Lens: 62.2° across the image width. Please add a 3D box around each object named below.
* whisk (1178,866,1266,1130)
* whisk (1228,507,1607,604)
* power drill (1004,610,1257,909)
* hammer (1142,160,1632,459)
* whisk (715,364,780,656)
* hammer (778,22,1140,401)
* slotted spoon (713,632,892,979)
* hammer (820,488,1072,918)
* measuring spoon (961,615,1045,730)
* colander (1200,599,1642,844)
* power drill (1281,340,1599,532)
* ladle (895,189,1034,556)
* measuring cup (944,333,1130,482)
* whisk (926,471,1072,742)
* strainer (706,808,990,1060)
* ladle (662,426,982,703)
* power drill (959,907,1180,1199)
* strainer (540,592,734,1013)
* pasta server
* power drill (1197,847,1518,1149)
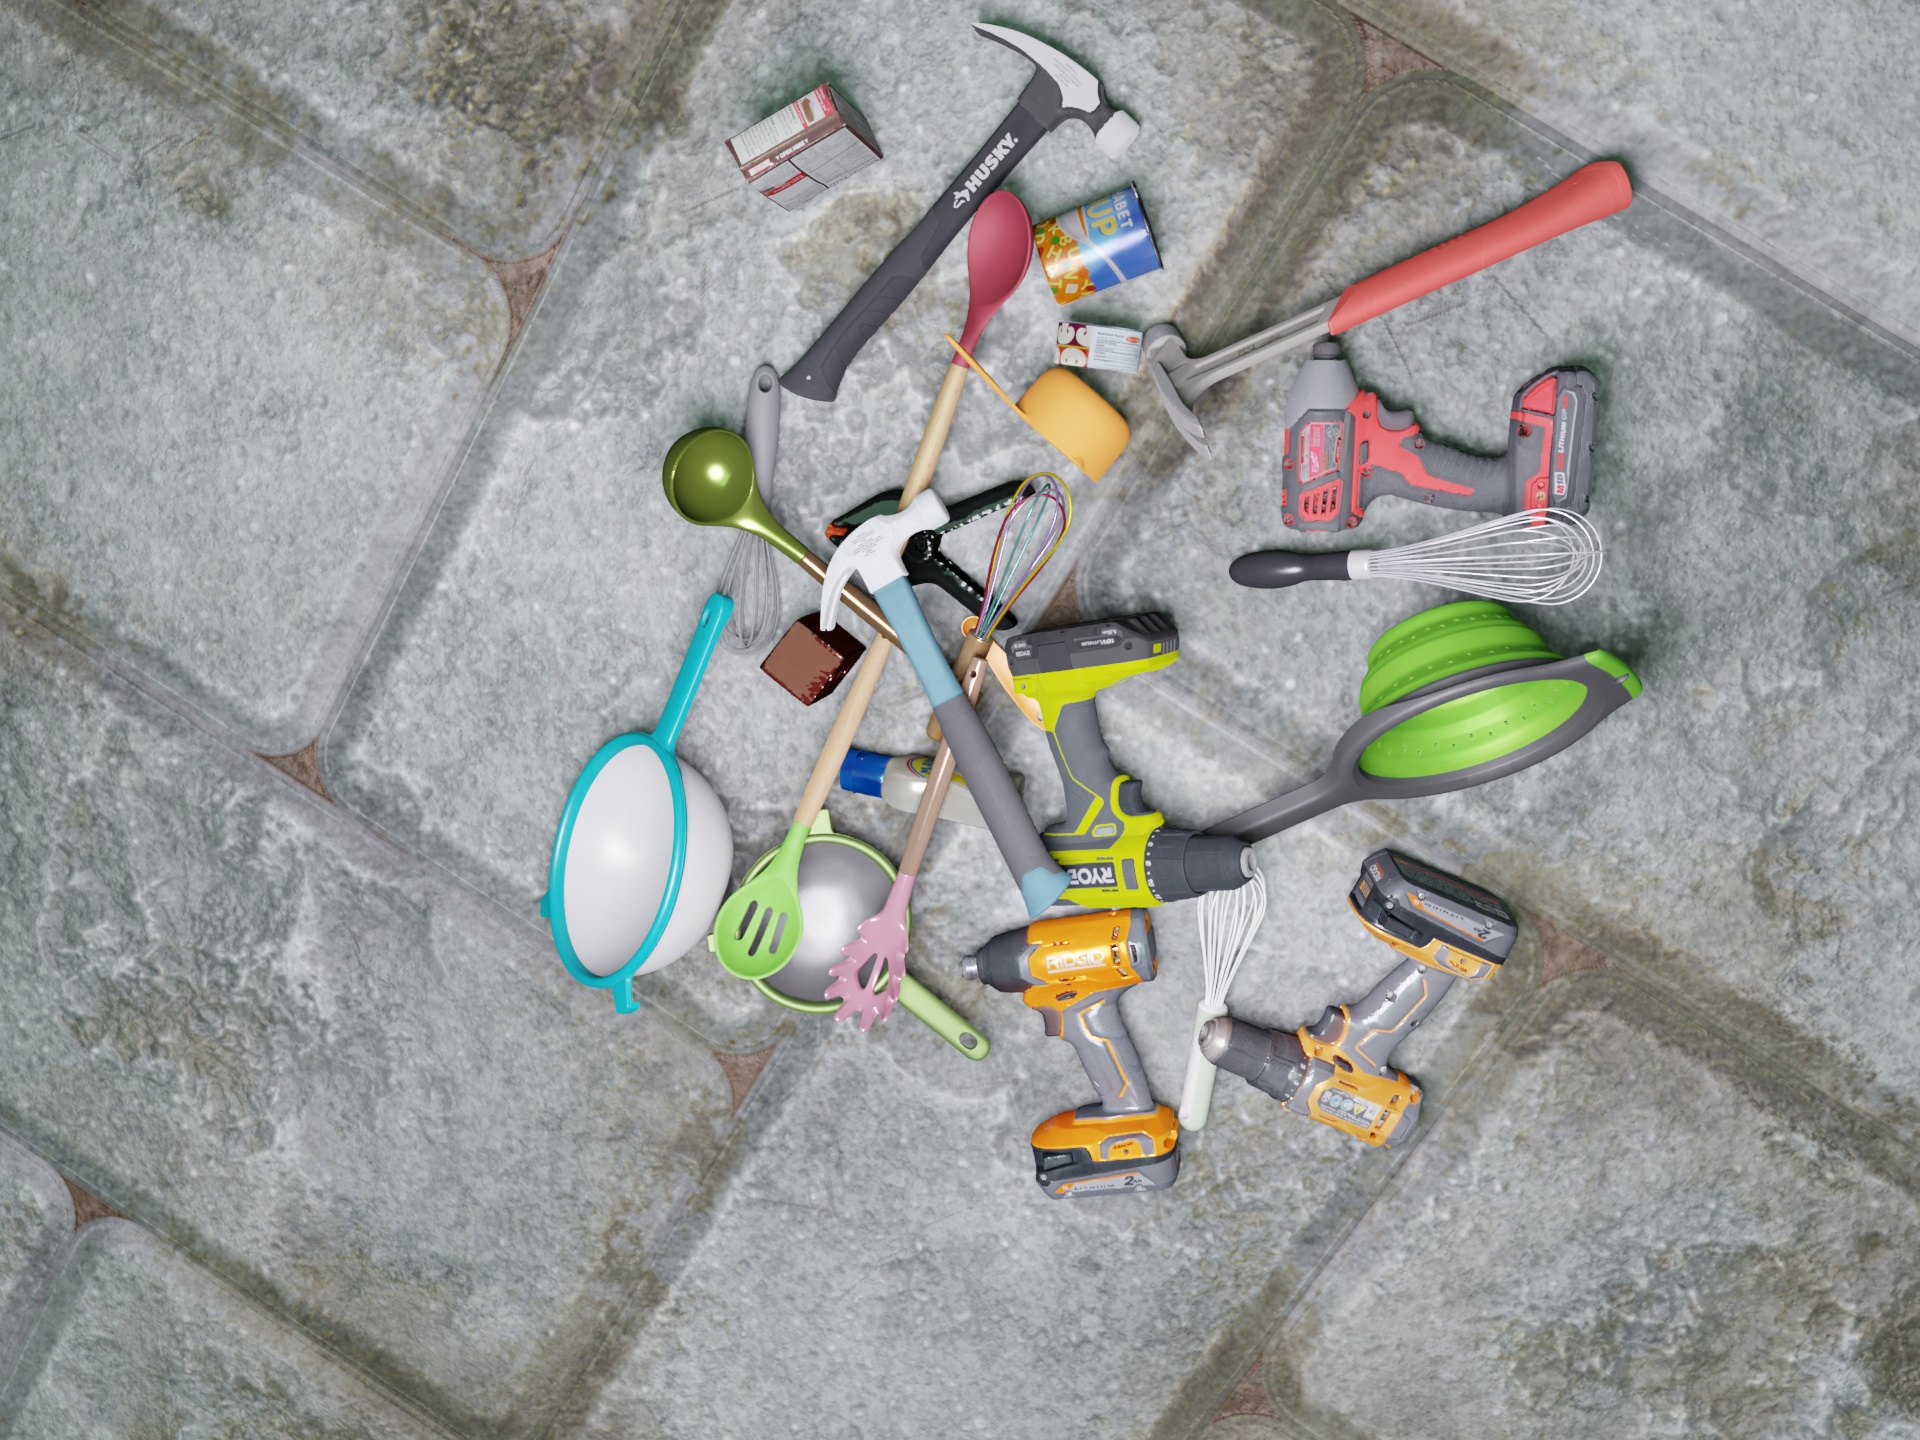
[{"bbox_3d":[0.209,0.229,1.312,0.059,0.058,0.246,1,107,-22],"label":"whisk"},{"bbox_3d":[0.328,-0.117,1.175,0.285,0.070,0.070,0,102,36],"label":"whisk"},{"bbox_3d":[0.128,0.035,1.241,0.190,0.080,0.228,-6,96,36],"label":"power drill"},{"bbox_3d":[0.314,-0.309,1.158,0.359,0.149,0.036,-23,132,8],"label":"hammer"},{"bbox_3d":[-0.171,-0.171,1.305,0.055,0.055,0.239,7,97,9],"label":"whisk"},{"bbox_3d":[-0.026,-0.382,1.242,0.146,0.035,0.334,44,105,-1],"label":"hammer"},{"bbox_3d":[-0.116,0.062,1.294,0.070,0.031,0.314,22,82,5],"label":"slotted spoon"},{"bbox_3d":[-0.002,-0.004,1.227,0.128,0.033,0.331,-27,87,12],"label":"hammer"},{"bbox_3d":[0.040,-0.038,1.310,0.021,0.011,0.117,-38,96,1],"label":"measuring spoon"},{"bbox_3d":[0.306,0.008,1.225,0.397,0.204,0.095,-28,60,29],"label":"colander"},{"bbox_3d":[0.352,-0.211,1.188,0.220,0.078,0.143,2,101,13],"label":"power drill"},{"bbox_3d":[-0.009,-0.249,1.229,0.069,0.031,0.315,35,111,40],"label":"ladle"},{"bbox_3d":[0.061,-0.252,1.199,0.052,0.095,0.173,-47,124,8],"label":"measuring cup"},{"bbox_3d":[0.027,-0.083,1.251,0.047,0.051,0.245,23,116,-3],"label":"whisk"},{"bbox_3d":[-0.079,0.200,1.350,0.256,0.069,0.151,40,85,-10],"label":"strainer"},{"bbox_3d":[-0.103,-0.115,1.270,0.320,0.062,0.078,39,83,-12],"label":"ladle"},{"bbox_3d":[0.093,0.275,1.325,0.164,0.084,0.226,-9,95,12],"label":"power drill"},{"bbox_3d":[-0.229,0.062,1.319,0.095,0.211,0.340,16,100,-39],"label":"strainer"},{"bbox_3d":[-0.036,0.098,1.270,0.060,0.040,0.316,21,102,10],"label":"pasta server"},{"bbox_3d":[0.311,0.217,1.262,0.185,0.084,0.226,23,107,-7],"label":"power drill"}]
